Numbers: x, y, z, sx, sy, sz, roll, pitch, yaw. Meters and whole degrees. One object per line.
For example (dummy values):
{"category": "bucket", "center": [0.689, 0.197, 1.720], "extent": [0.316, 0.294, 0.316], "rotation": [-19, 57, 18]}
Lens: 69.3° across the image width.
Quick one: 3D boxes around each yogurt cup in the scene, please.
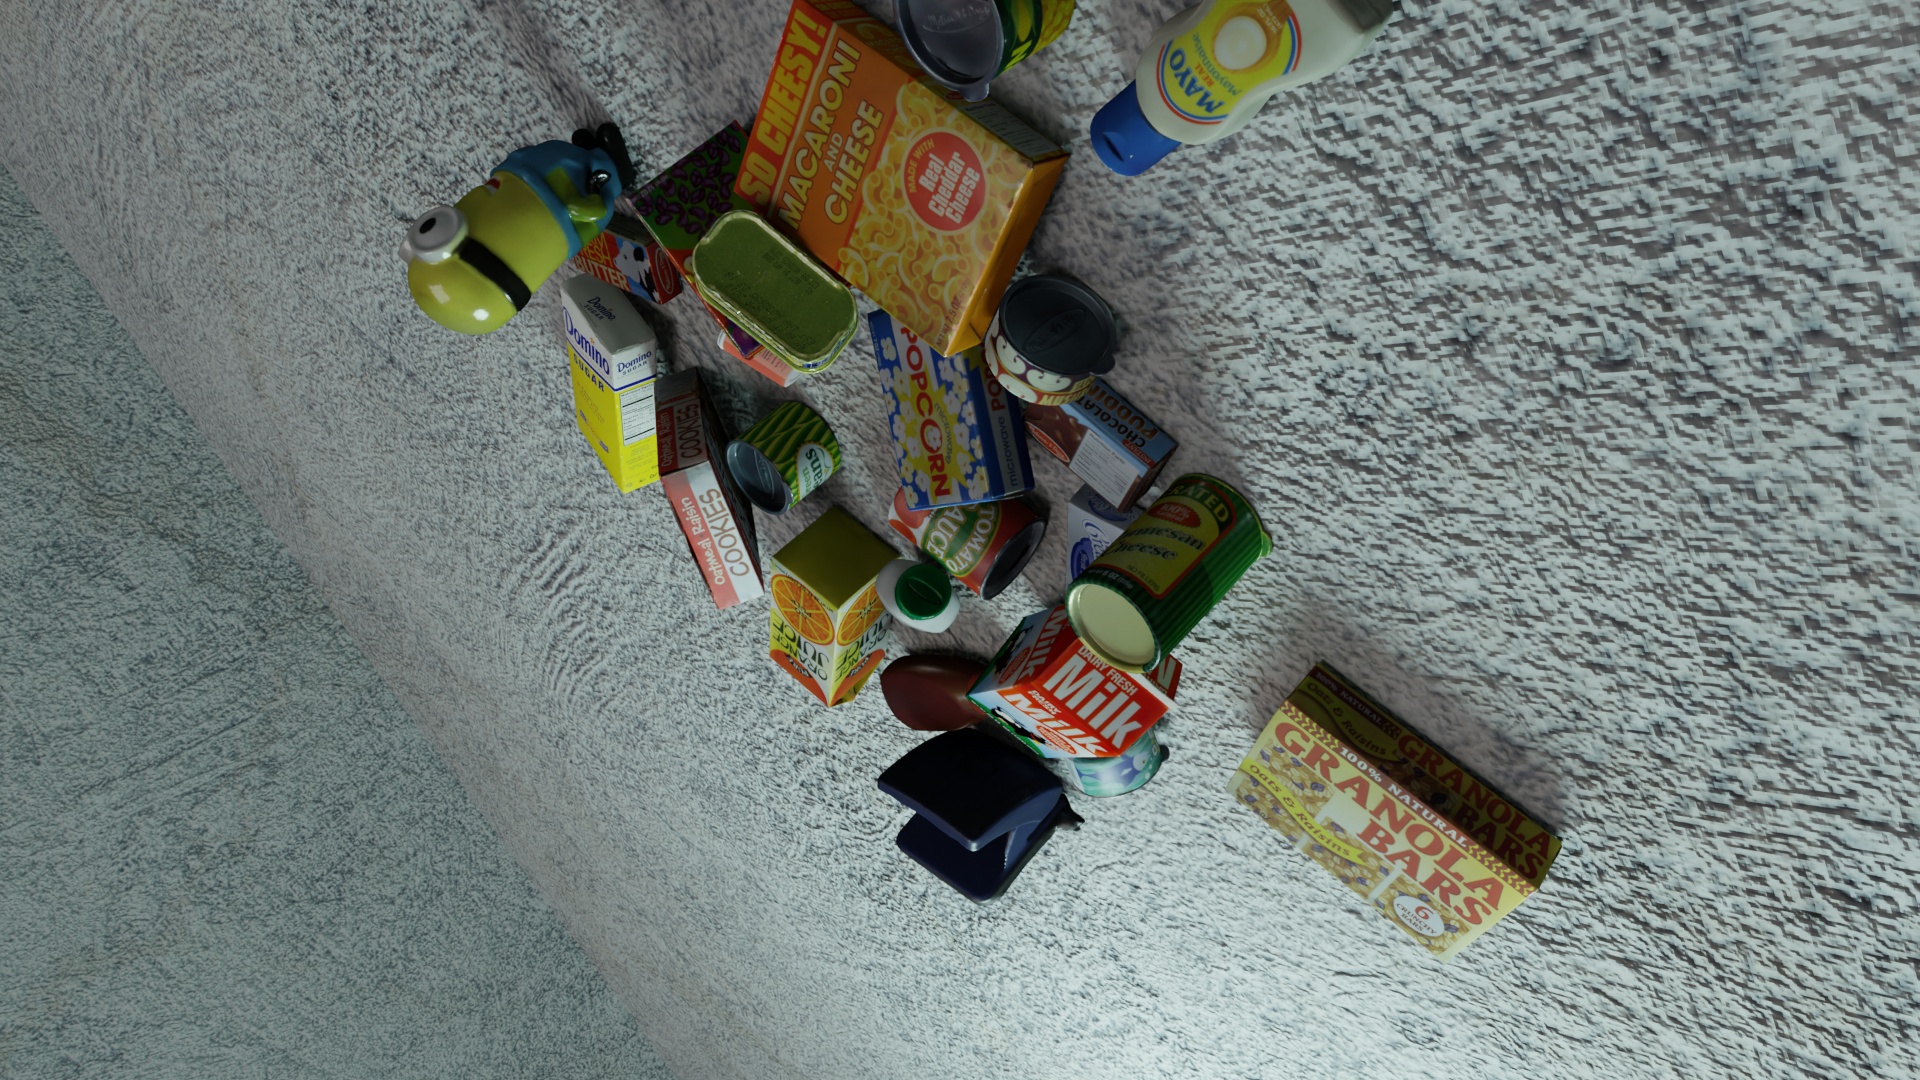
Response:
{"category": "yogurt cup", "center": [-0.121, -0.140, 0.932], "extent": [0.054, 0.073, 0.072], "rotation": [40, 148, -1]}

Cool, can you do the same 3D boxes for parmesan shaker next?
{"category": "parmesan shaker", "center": [0.116, 0.019, 0.773], "extent": [0.071, 0.103, 0.071], "rotation": [31, 144, 26]}

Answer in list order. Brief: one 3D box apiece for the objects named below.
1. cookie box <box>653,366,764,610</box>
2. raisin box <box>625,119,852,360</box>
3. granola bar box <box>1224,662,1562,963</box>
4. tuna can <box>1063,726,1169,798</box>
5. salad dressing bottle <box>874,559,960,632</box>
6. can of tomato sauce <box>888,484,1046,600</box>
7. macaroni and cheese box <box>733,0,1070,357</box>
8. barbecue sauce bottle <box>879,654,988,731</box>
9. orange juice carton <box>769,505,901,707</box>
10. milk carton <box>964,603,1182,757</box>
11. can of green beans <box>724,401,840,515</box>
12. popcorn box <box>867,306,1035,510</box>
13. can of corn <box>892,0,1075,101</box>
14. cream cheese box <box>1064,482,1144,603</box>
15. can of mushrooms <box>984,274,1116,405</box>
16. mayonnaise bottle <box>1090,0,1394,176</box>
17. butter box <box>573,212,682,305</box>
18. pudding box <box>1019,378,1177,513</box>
{"category": "cookie box", "center": [-0.194, -0.042, 1.062], "extent": [0.168, 0.040, 0.122], "rotation": [-112, 3, -57]}
{"category": "raisin box", "center": [-0.137, -0.187, 0.875], "extent": [0.123, 0.086, 0.040], "rotation": [54, 175, -8]}
{"category": "granola bar box", "center": [0.251, 0.163, 0.825], "extent": [0.166, 0.039, 0.123], "rotation": [38, 148, 17]}
{"category": "tuna can", "center": [0.106, 0.143, 0.959], "extent": [0.071, 0.071, 0.032], "rotation": [9, 131, 46]}
{"category": "salad dressing bottle", "center": [-0.029, 0.038, 0.972], "extent": [0.064, 0.044, 0.147], "rotation": [35, 175, -2]}
{"category": "can of tomato sauce", "center": [0.003, -0.011, 0.912], "extent": [0.083, 0.071, 0.070], "rotation": [38, 147, 18]}
{"category": "macaroni and cheese box", "center": [-0.037, -0.198, 0.754], "extent": [0.167, 0.040, 0.123], "rotation": [40, 128, 16]}
{"category": "barbecue sauce bottle", "center": [-0.002, 0.118, 1.084], "extent": [0.148, 0.044, 0.064], "rotation": [-11, 115, 54]}
{"category": "orange juice carton", "center": [-0.106, 0.066, 1.126], "extent": [0.072, 0.073, 0.191], "rotation": [37, 147, 18]}
{"category": "milk carton", "center": [0.074, 0.087, 0.878], "extent": [0.072, 0.073, 0.190], "rotation": [40, 163, -7]}
{"category": "can of green beans", "center": [-0.132, -0.062, 1.033], "extent": [0.071, 0.058, 0.071], "rotation": [31, 144, 26]}
{"category": "popcorn box", "center": [-0.007, -0.084, 0.834], "extent": [0.085, 0.038, 0.126], "rotation": [-6, 97, 53]}
{"category": "can of corn", "center": [0.013, -0.251, 0.651], "extent": [0.071, 0.058, 0.070], "rotation": [31, 144, 26]}
{"category": "cream cheese box", "center": [0.094, 0.016, 0.873], "extent": [0.053, 0.024, 0.103], "rotation": [28, 144, 27]}
{"category": "can of mushrooms", "center": [0.050, -0.107, 0.754], "extent": [0.071, 0.071, 0.033], "rotation": [43, 148, 9]}
{"category": "mayonnaise bottle", "center": [0.111, -0.205, 0.596], "extent": [0.064, 0.041, 0.147], "rotation": [51, 148, -8]}
{"category": "butter box", "center": [-0.257, -0.218, 1.050], "extent": [0.103, 0.024, 0.052], "rotation": [26, 141, 32]}
{"category": "pudding box", "center": [0.078, -0.061, 0.803], "extent": [0.084, 0.030, 0.049], "rotation": [41, 149, 12]}
